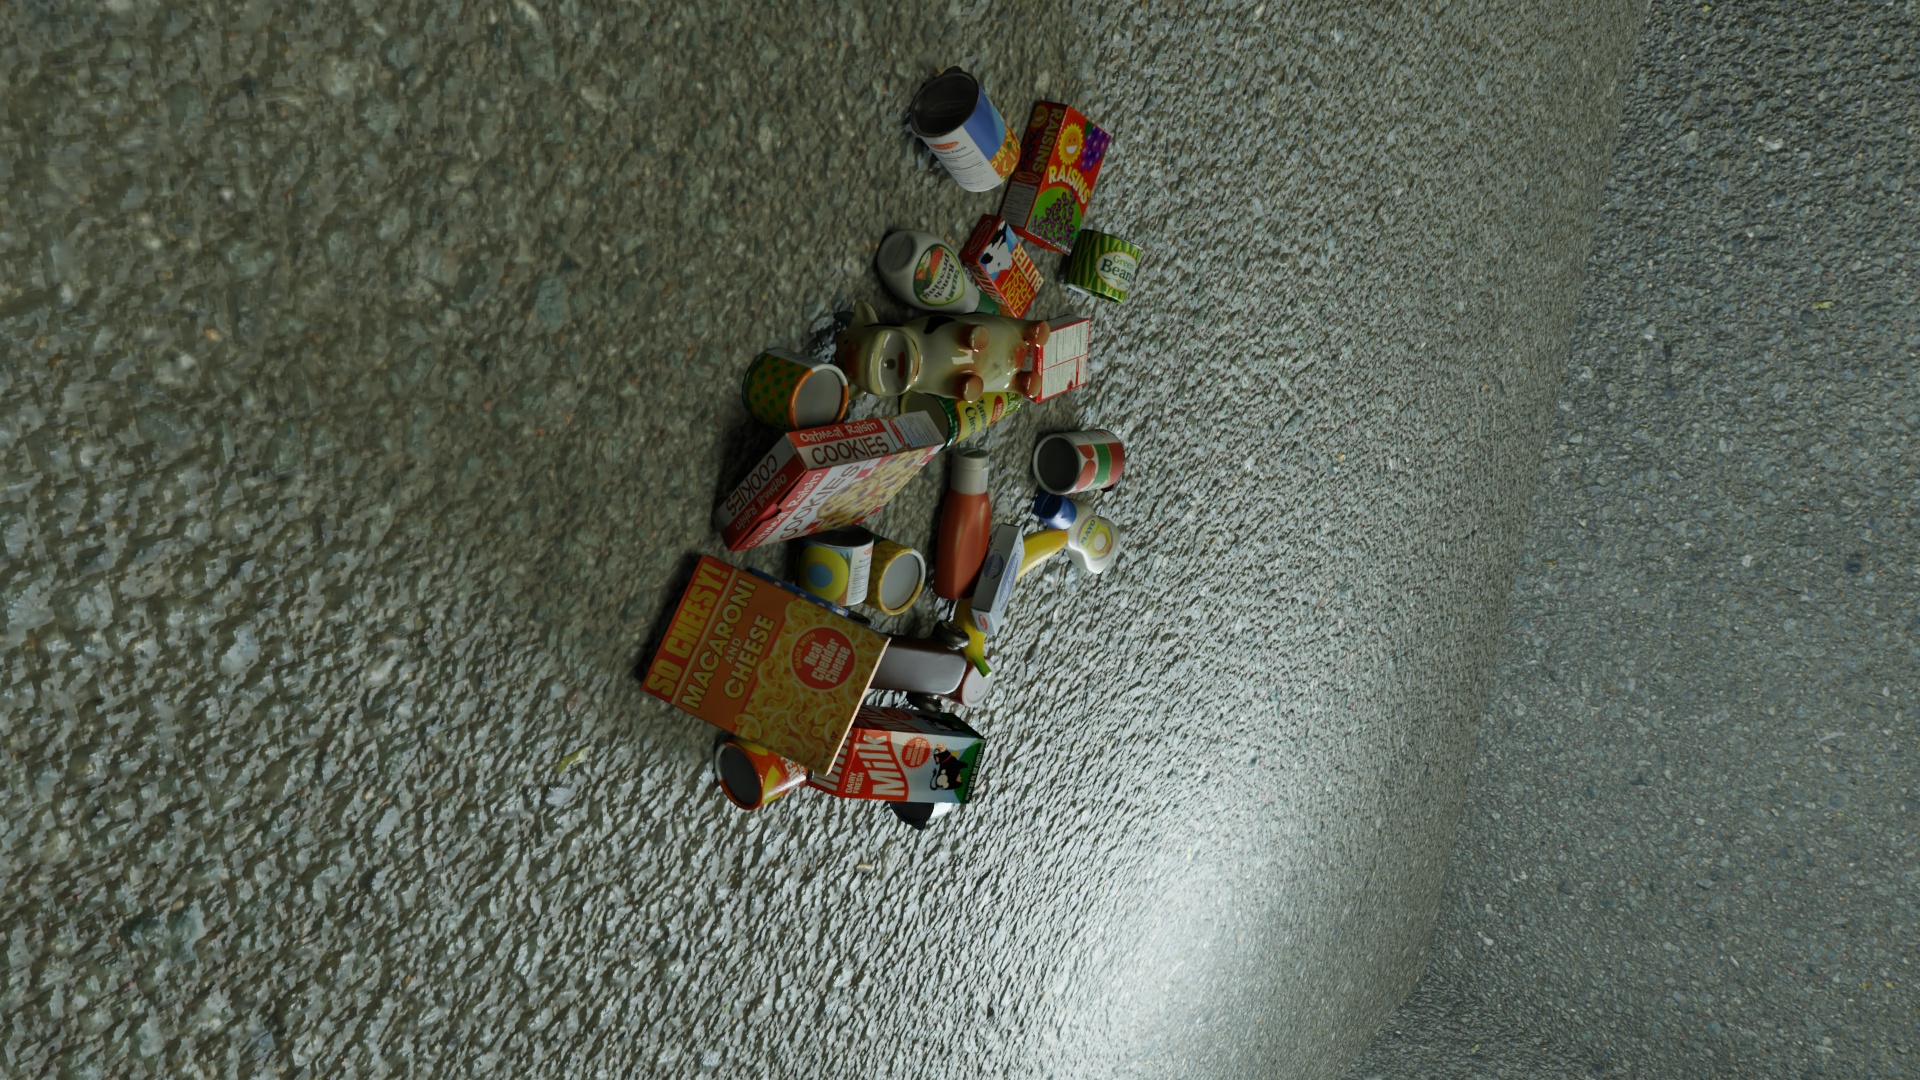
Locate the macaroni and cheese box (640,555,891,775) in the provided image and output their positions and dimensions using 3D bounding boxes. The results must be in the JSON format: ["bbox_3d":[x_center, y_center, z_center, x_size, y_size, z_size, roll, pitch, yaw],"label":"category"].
[{"bbox_3d":[-0.158,0.101,1.137,0.040,0.166,0.124,82,32,-86],"label":"macaroni and cheese box"}]

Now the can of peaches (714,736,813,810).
[{"bbox_3d":[-0.176,0.201,1.240,0.058,0.071,0.071,-20,123,-45],"label":"can of peaches"}]

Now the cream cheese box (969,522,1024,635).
[{"bbox_3d":[0.038,0.039,1.408,0.053,0.024,0.104,76,30,-58],"label":"cream cheese box"}]

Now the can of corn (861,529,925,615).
[{"bbox_3d":[-0.077,0.032,1.293,0.071,0.058,0.070,-28,128,-42],"label":"can of corn"}]

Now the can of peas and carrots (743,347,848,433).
[{"bbox_3d":[-0.135,-0.117,1.138,0.071,0.059,0.070,-28,128,-42],"label":"can of peas and carrots"}]

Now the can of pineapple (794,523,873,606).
[{"bbox_3d":[-0.114,0.019,1.233,0.071,0.071,0.057,-15,120,-49],"label":"can of pineapple"}]

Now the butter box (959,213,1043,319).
[{"bbox_3d":[0.041,-0.259,1.325,0.053,0.024,0.103,-60,144,-13],"label":"butter box"}]

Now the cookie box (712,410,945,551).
[{"bbox_3d":[-0.109,-0.050,1.166,0.168,0.040,0.122,-15,159,-49],"label":"cookie box"}]

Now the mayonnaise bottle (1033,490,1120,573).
[{"bbox_3d":[0.129,-0.014,1.553,0.065,0.041,0.148,-62,145,-6],"label":"mayonnaise bottle"}]

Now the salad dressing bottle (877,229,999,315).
[{"bbox_3d":[-0.016,-0.229,1.249,0.147,0.044,0.064,25,89,-55],"label":"salad dressing bottle"}]

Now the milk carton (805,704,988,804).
[{"bbox_3d":[-0.077,0.204,1.343,0.191,0.073,0.072,9,100,-32],"label":"milk carton"}]

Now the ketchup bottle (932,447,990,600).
[{"bbox_3d":[0.005,-0.017,1.387,0.065,0.043,0.148,-26,127,-53],"label":"ketchup bottle"}]

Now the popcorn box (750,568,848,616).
[{"bbox_3d":[-0.161,0.099,1.190,0.126,0.085,0.038,-67,157,-3],"label":"popcorn box"}]

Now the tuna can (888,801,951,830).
[{"bbox_3d":[-0.041,0.265,1.451,0.033,0.071,0.071,-6,112,-52],"label":"tuna can"}]

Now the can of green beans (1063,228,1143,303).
[{"bbox_3d":[0.145,-0.279,1.415,0.071,0.071,0.057,11,99,-54],"label":"can of green beans"}]

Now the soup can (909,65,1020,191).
[{"bbox_3d":[0.006,-0.353,1.195,0.083,0.071,0.071,38,77,-54],"label":"soup can"}]

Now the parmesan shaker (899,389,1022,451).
[{"bbox_3d":[0.000,-0.129,1.305,0.103,0.071,0.071,-32,131,-39],"label":"parmesan shaker"}]

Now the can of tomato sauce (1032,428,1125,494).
[{"bbox_3d":[0.127,-0.083,1.493,0.083,0.071,0.071,-10,115,-50],"label":"can of tomato sauce"}]

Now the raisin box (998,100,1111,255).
[{"bbox_3d":[0.090,-0.347,1.332,0.086,0.040,0.123,12,99,-54],"label":"raisin box"}]

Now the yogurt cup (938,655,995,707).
[{"bbox_3d":[-0.001,0.139,1.453,0.073,0.054,0.072,-30,130,-42],"label":"yogurt cup"}]
